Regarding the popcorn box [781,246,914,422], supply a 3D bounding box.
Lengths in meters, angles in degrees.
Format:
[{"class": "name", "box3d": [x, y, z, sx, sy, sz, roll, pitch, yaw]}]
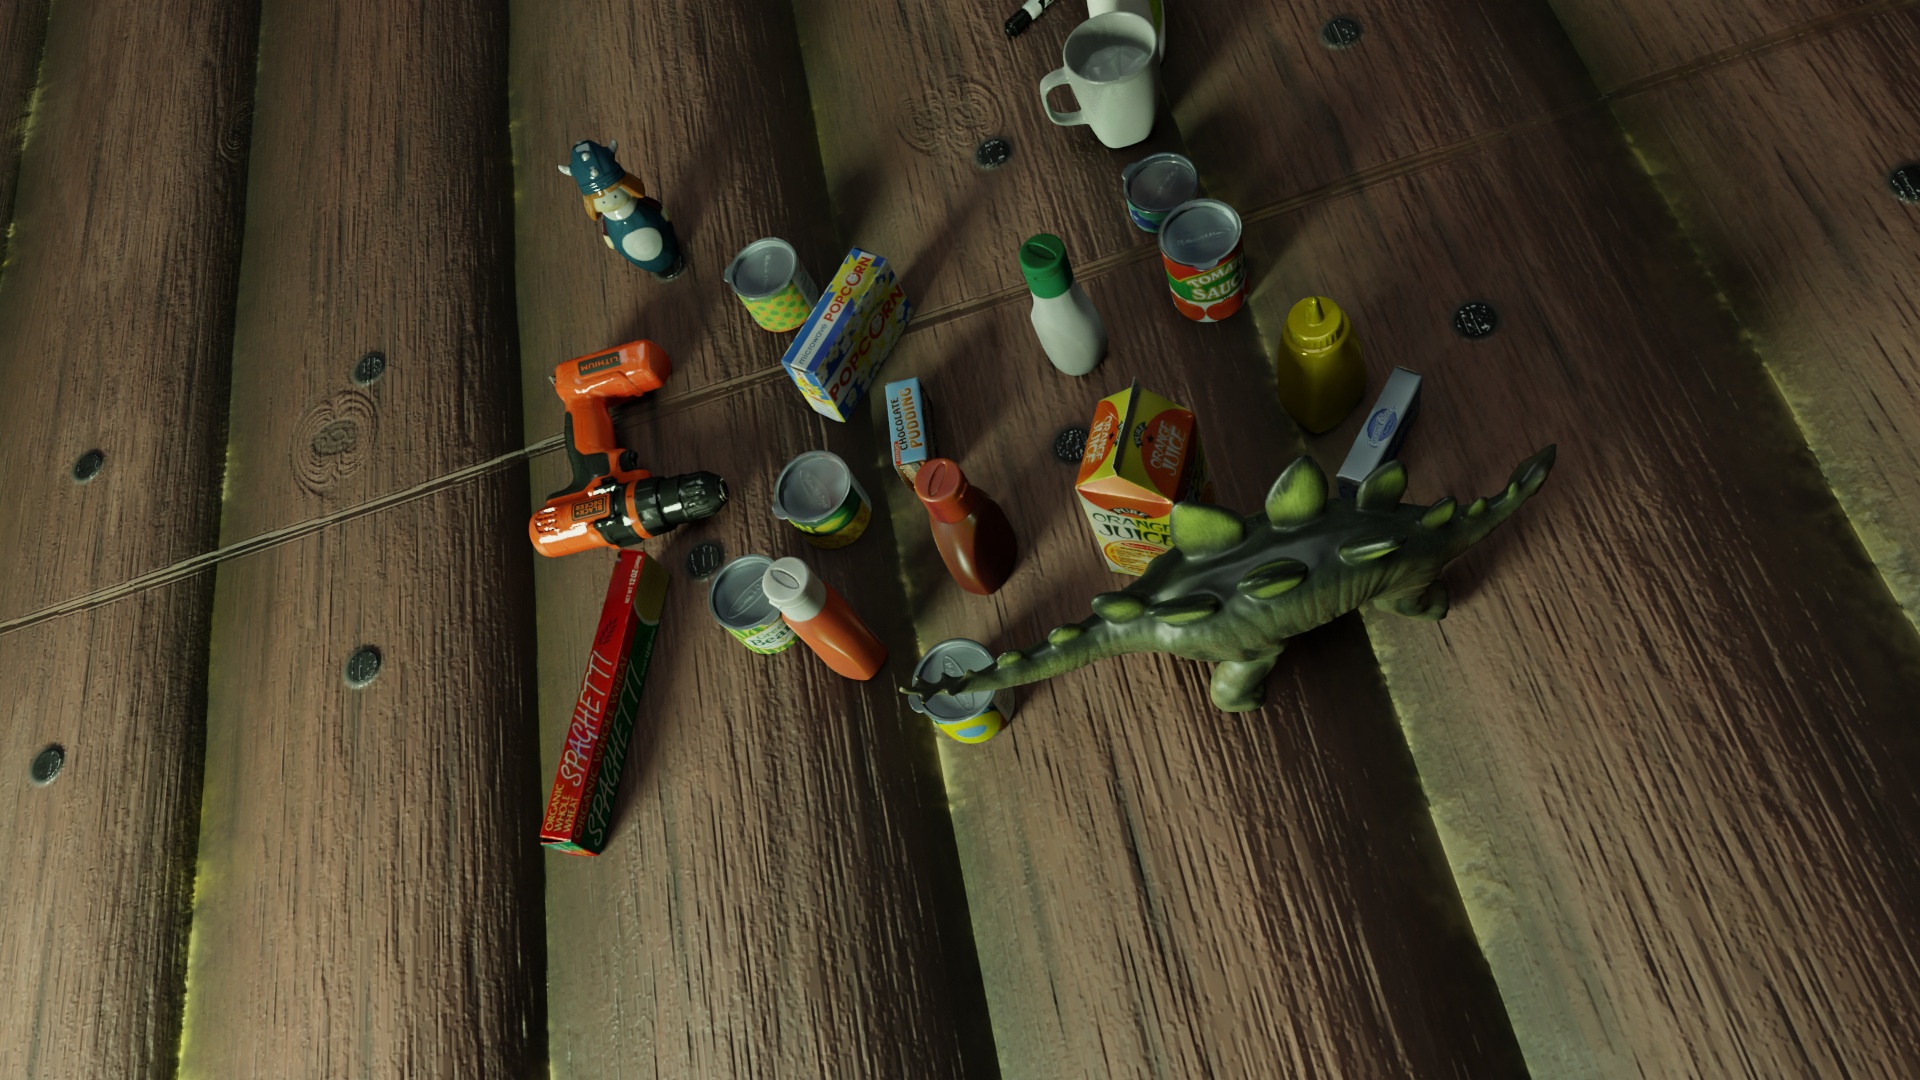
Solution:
[{"class": "popcorn box", "box3d": [-0.097, -0.178, 1.209, 0.038, 0.085, 0.127, 22, 73, 25]}]

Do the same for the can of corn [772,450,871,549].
[{"class": "can of corn", "box3d": [-0.116, -0.031, 1.158, 0.071, 0.058, 0.071, -7, 63, 14]}]

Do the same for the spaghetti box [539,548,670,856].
[{"class": "spaghetti box", "box3d": [-0.287, 0.130, 1.135, 0.028, 0.050, 0.251, 1, 65, 18]}]

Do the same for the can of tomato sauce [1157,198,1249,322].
[{"class": "can of tomato sauce", "box3d": [0.202, -0.228, 1.144, 0.071, 0.083, 0.071, -7, 63, 14]}]

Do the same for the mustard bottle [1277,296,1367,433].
[{"class": "mustard bottle", "box3d": [0.268, -0.140, 1.036, 0.065, 0.159, 0.049, -40, 60, -4]}]

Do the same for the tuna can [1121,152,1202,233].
[{"class": "tuna can", "box3d": [0.176, -0.305, 1.219, 0.071, 0.032, 0.071, -7, 63, 14]}]

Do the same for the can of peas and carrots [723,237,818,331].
[{"class": "can of peas and carrots", "box3d": [-0.173, -0.233, 1.274, 0.071, 0.058, 0.071, -7, 63, 14]}]

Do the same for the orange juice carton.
[{"class": "orange juice carton", "box3d": [0.135, -0.040, 1.009, 0.073, 0.192, 0.072, 9, 68, 21]}]

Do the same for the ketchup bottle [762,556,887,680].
[{"class": "ketchup bottle", "box3d": [-0.106, 0.059, 1.058, 0.065, 0.148, 0.043, 28, 76, 27]}]

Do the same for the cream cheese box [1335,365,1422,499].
[{"class": "cream cheese box", "box3d": [0.317, -0.075, 1.051, 0.024, 0.053, 0.104, 24, 74, 26]}]

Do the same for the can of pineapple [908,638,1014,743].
[{"class": "can of pineapple", "box3d": [0.002, 0.115, 1.050, 0.071, 0.057, 0.071, -7, 63, 14]}]

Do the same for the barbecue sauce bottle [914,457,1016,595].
[{"class": "barbecue sauce bottle", "box3d": [0.004, -0.013, 1.061, 0.044, 0.148, 0.065, 13, 70, 22]}]

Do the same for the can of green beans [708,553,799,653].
[{"class": "can of green beans", "box3d": [-0.163, 0.053, 1.131, 0.071, 0.057, 0.071, -7, 63, 14]}]

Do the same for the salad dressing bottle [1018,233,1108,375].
[{"class": "salad dressing bottle", "box3d": [0.082, -0.190, 1.125, 0.064, 0.147, 0.044, 33, 78, 28]}]

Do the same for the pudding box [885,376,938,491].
[{"class": "pudding box", "box3d": [-0.040, -0.090, 1.168, 0.030, 0.049, 0.084, -13, 62, 11]}]
